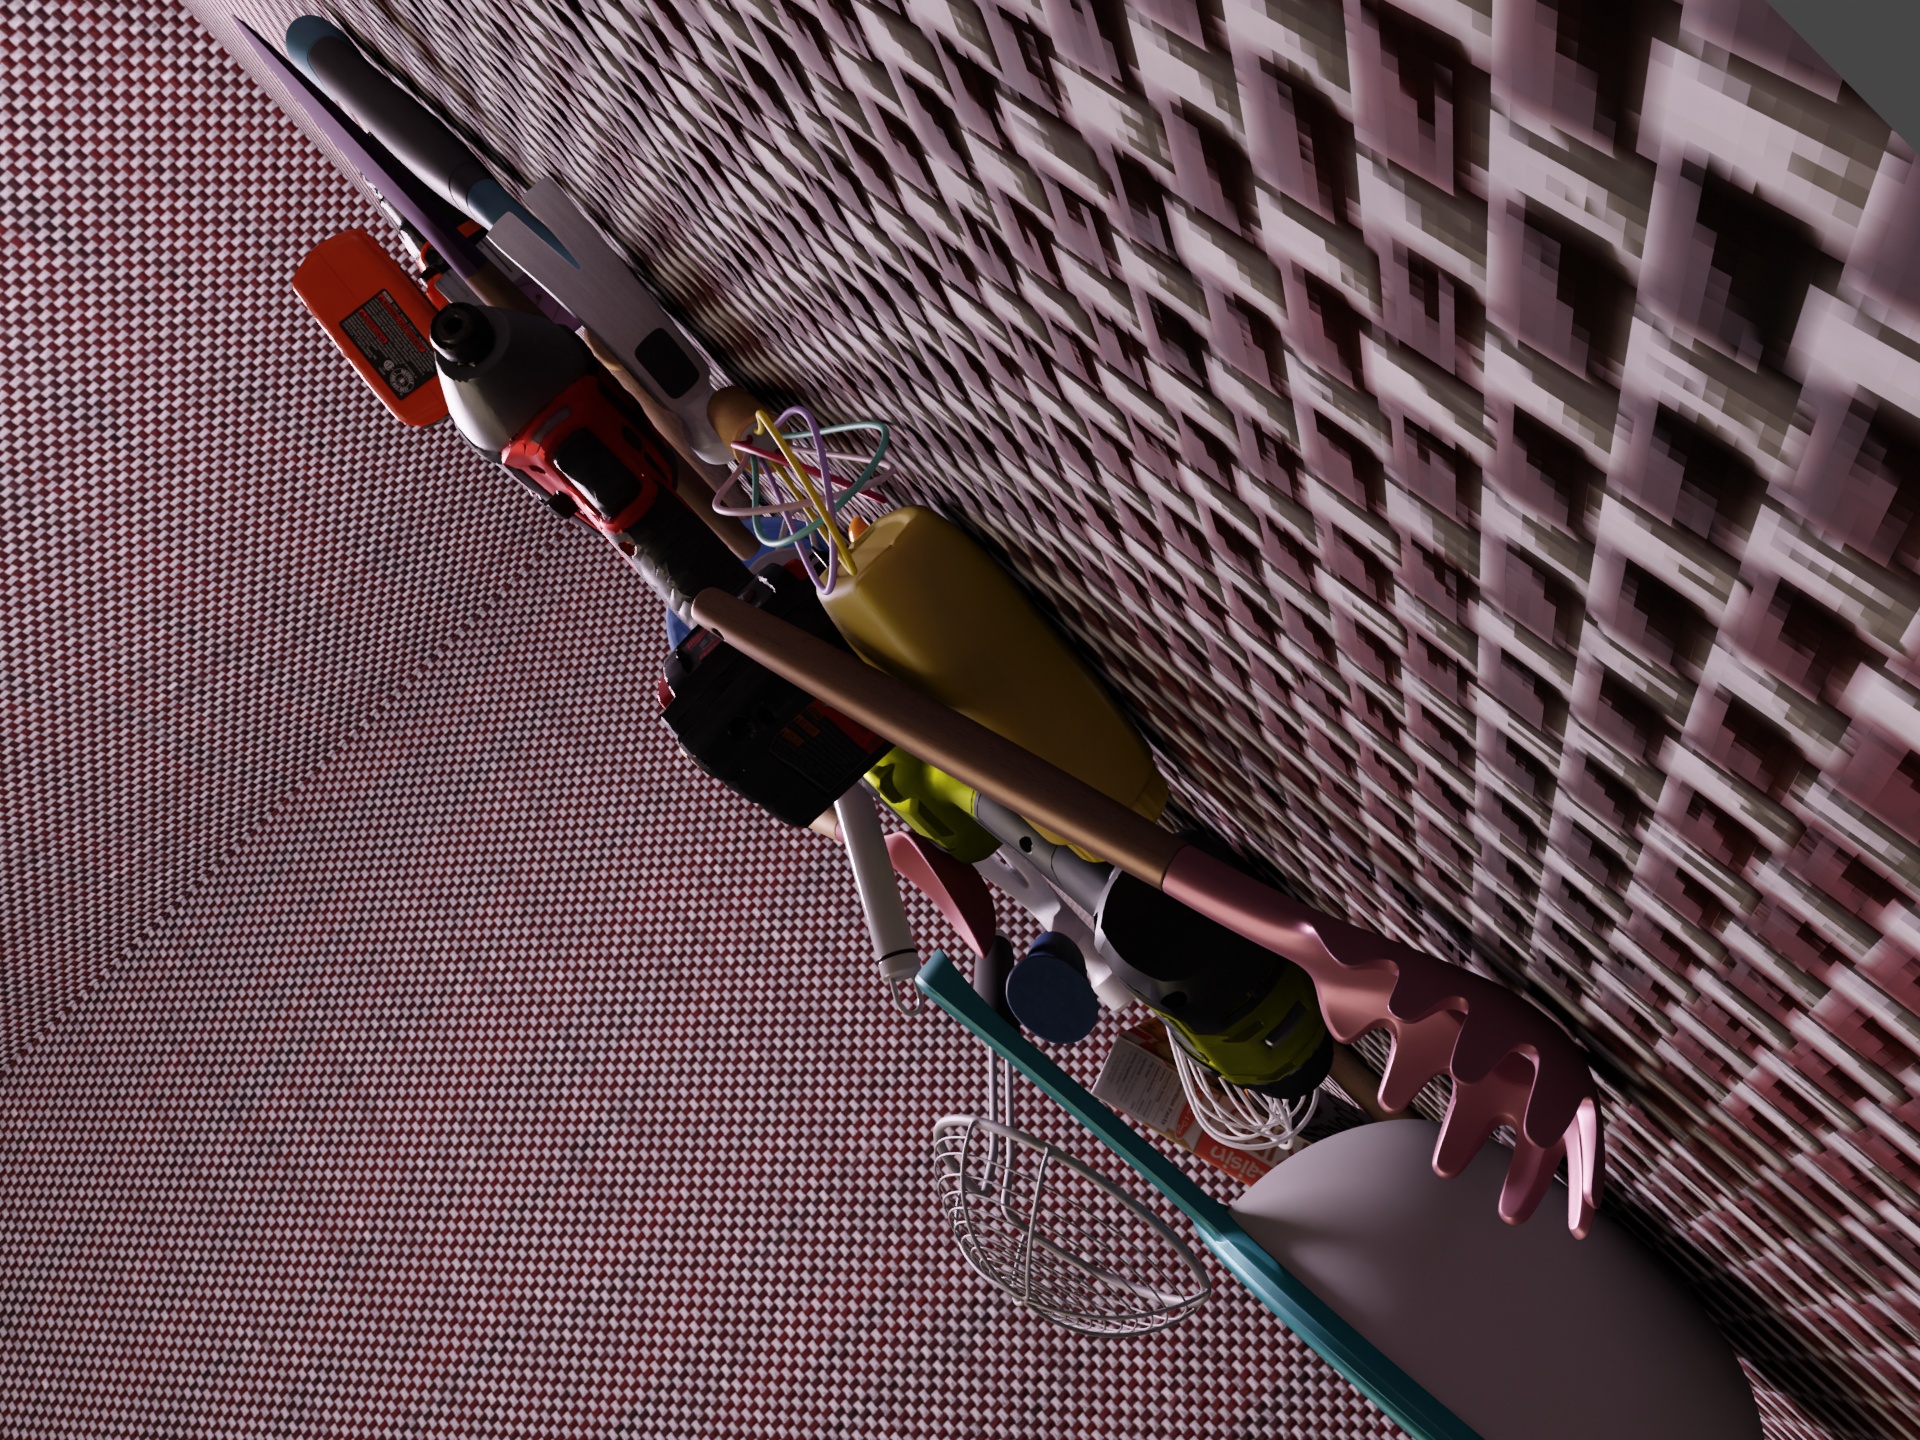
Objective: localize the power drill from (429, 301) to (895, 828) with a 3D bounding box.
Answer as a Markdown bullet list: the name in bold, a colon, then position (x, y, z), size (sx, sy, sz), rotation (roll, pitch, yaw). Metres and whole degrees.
- **power drill**: position (-0.115, -0.070, 0.609), size (0.220, 0.078, 0.143), rotation (47, 179, 22)

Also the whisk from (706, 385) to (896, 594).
- **whisk**: position (-0.065, -0.094, 0.539), size (0.047, 0.051, 0.245), rotation (30, -172, -21)

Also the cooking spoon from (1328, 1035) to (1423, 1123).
- **cooking spoon**: position (0.179, 0.160, 0.820), size (0.319, 0.017, 0.068), rotation (45, 176, 20)

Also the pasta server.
- **pasta server**: position (0.033, 0.034, 0.444), size (0.316, 0.040, 0.060), rotation (29, 155, 28)

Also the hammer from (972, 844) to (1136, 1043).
- **hammer**: position (0.051, 0.125, 0.886), size (0.144, 0.035, 0.405), rotation (46, -179, 5)

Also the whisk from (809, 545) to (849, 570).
- **whisk**: position (0.000, -0.003, 0.785), size (0.238, 0.055, 0.055), rotation (46, 177, -34)

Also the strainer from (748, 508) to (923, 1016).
- **strainer**: position (-0.059, 0.019, 0.760), size (0.086, 0.050, 0.259), rotation (2, -119, -40)

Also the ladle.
- **ladle**: position (-0.076, 0.054, 0.865), size (0.316, 0.031, 0.069), rotation (22, 144, 50)

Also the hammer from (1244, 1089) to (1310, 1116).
- **hammer**: position (0.109, 0.128, 0.930), size (0.127, 0.034, 0.337), rotation (44, -179, -23)

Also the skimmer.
- **skimmer**: position (0.041, 0.164, 0.767), size (0.127, 0.090, 0.363), rotation (42, -168, -11)

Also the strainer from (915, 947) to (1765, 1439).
- **strainer**: position (0.141, 0.164, 0.543), size (0.340, 0.095, 0.211), rotation (40, 175, -1)

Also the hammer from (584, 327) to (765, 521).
- **hammer**: position (-0.151, -0.153, 0.926), size (0.130, 0.031, 0.331), rotation (45, 176, 10)

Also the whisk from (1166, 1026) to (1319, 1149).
- **whisk**: position (0.106, 0.130, 0.816), size (0.057, 0.059, 0.247), rotation (61, 176, -37)

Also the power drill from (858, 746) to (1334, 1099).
- **power drill**: position (0.059, 0.065, 0.665), size (0.229, 0.080, 0.190), rotation (40, 174, 35)

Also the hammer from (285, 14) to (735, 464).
- **hammer**: position (-0.218, -0.238, 0.718), size (0.331, 0.033, 0.128), rotation (43, 177, 30)

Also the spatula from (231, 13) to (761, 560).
- **spatula**: position (-0.198, -0.183, 0.714), size (0.315, 0.018, 0.060), rotation (47, 177, -30)

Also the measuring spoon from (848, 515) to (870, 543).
- **measuring spoon**: position (-0.010, -0.049, 0.654), size (0.117, 0.011, 0.021), rotation (43, 176, 30)
